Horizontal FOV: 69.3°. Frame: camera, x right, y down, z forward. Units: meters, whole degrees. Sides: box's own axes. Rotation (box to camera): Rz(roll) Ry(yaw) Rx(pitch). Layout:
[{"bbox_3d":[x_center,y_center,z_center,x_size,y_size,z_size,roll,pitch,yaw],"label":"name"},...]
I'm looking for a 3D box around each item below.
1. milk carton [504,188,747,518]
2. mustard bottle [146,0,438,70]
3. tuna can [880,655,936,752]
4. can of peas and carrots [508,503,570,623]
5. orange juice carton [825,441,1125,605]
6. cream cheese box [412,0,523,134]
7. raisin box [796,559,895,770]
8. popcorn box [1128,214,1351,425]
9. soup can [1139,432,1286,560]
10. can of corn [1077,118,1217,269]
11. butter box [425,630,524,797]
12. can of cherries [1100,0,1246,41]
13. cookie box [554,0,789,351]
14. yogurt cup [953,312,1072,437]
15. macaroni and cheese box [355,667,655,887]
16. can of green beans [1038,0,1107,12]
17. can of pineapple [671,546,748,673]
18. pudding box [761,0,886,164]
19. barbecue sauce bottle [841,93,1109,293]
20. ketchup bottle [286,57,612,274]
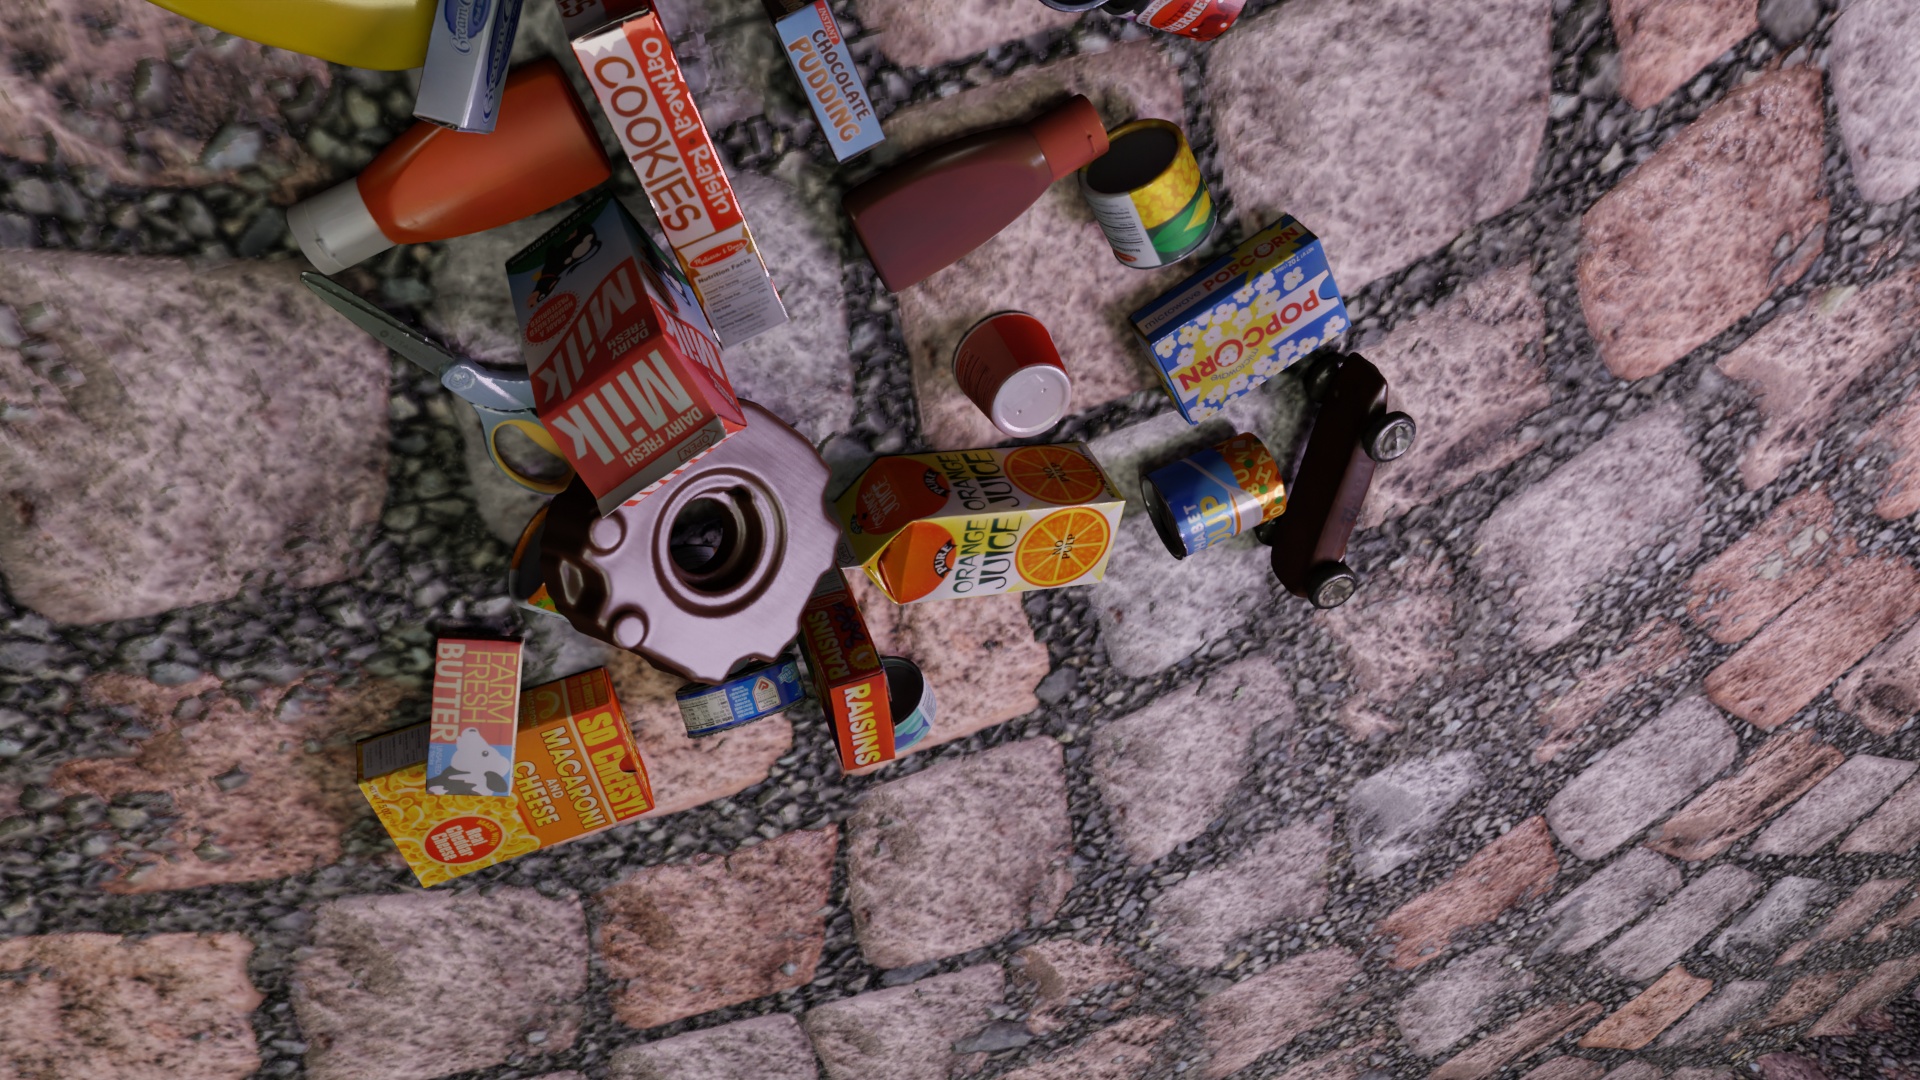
[{"bbox_3d":[-0.165,-0.088,0.691,0.072,0.191,0.073,-33,135,6],"label":"milk carton"},{"bbox_3d":[-0.304,-0.246,0.587,0.160,0.049,0.065,5,126,-28],"label":"mustard bottle"},{"bbox_3d":[-0.055,0.122,1.017,0.071,0.071,0.032,-28,135,0],"label":"tuna can"},{"bbox_3d":[-0.230,0.015,0.841,0.058,0.071,0.070,24,116,-38],"label":"can of peas and carrots"},{"bbox_3d":[0.003,-0.012,0.922,0.193,0.072,0.072,-5,130,-21],"label":"orange juice carton"},{"bbox_3d":[-0.212,-0.234,0.614,0.024,0.053,0.103,16,102,-8],"label":"cream cheese box"},{"bbox_3d":[-0.080,0.079,0.926,0.040,0.124,0.085,-15,133,-12],"label":"raisin box"},{"bbox_3d":[0.184,-0.143,0.915,0.126,0.038,0.085,-33,134,5],"label":"popcorn box"},{"bbox_3d":[0.181,-0.030,0.989,0.084,0.071,0.071,-23,135,-5],"label":"soup can"},{"bbox_3d":[0.110,-0.204,0.808,0.071,0.071,0.058,-33,135,5],"label":"can of corn"},{"bbox_3d":[-0.308,0.110,0.882,0.053,0.024,0.103,4,99,-16],"label":"butter box"},{"bbox_3d":[0.112,-0.297,0.722,0.058,0.072,0.071,5,126,-30],"label":"can of cherries"},{"bbox_3d":[-0.140,-0.192,0.659,0.040,0.123,0.166,-25,135,-4],"label":"cookie box"},{"bbox_3d":[0.035,-0.101,0.871,0.072,0.054,0.072,-13,132,-14],"label":"yogurt cup"},{"bbox_3d":[-0.307,0.164,0.954,0.167,0.040,0.123,-17,134,-11],"label":"macaroni and cheese box"},{"bbox_3d":[0.050,-0.306,0.693,0.071,0.058,0.071,-13,133,-14],"label":"can of green beans"},{"bbox_3d":[-0.169,0.047,0.903,0.071,0.058,0.070,-13,133,-14],"label":"can of pineapple"},{"bbox_3d":[-0.070,-0.240,0.702,0.030,0.050,0.083,-26,134,0],"label":"pudding box"},{"bbox_3d":[0.011,-0.199,0.780,0.148,0.044,0.064,-29,135,0],"label":"barbecue sauce bottle"},{"bbox_3d":[-0.250,-0.176,0.677,0.149,0.044,0.064,-26,130,-2],"label":"ketchup bottle"}]
